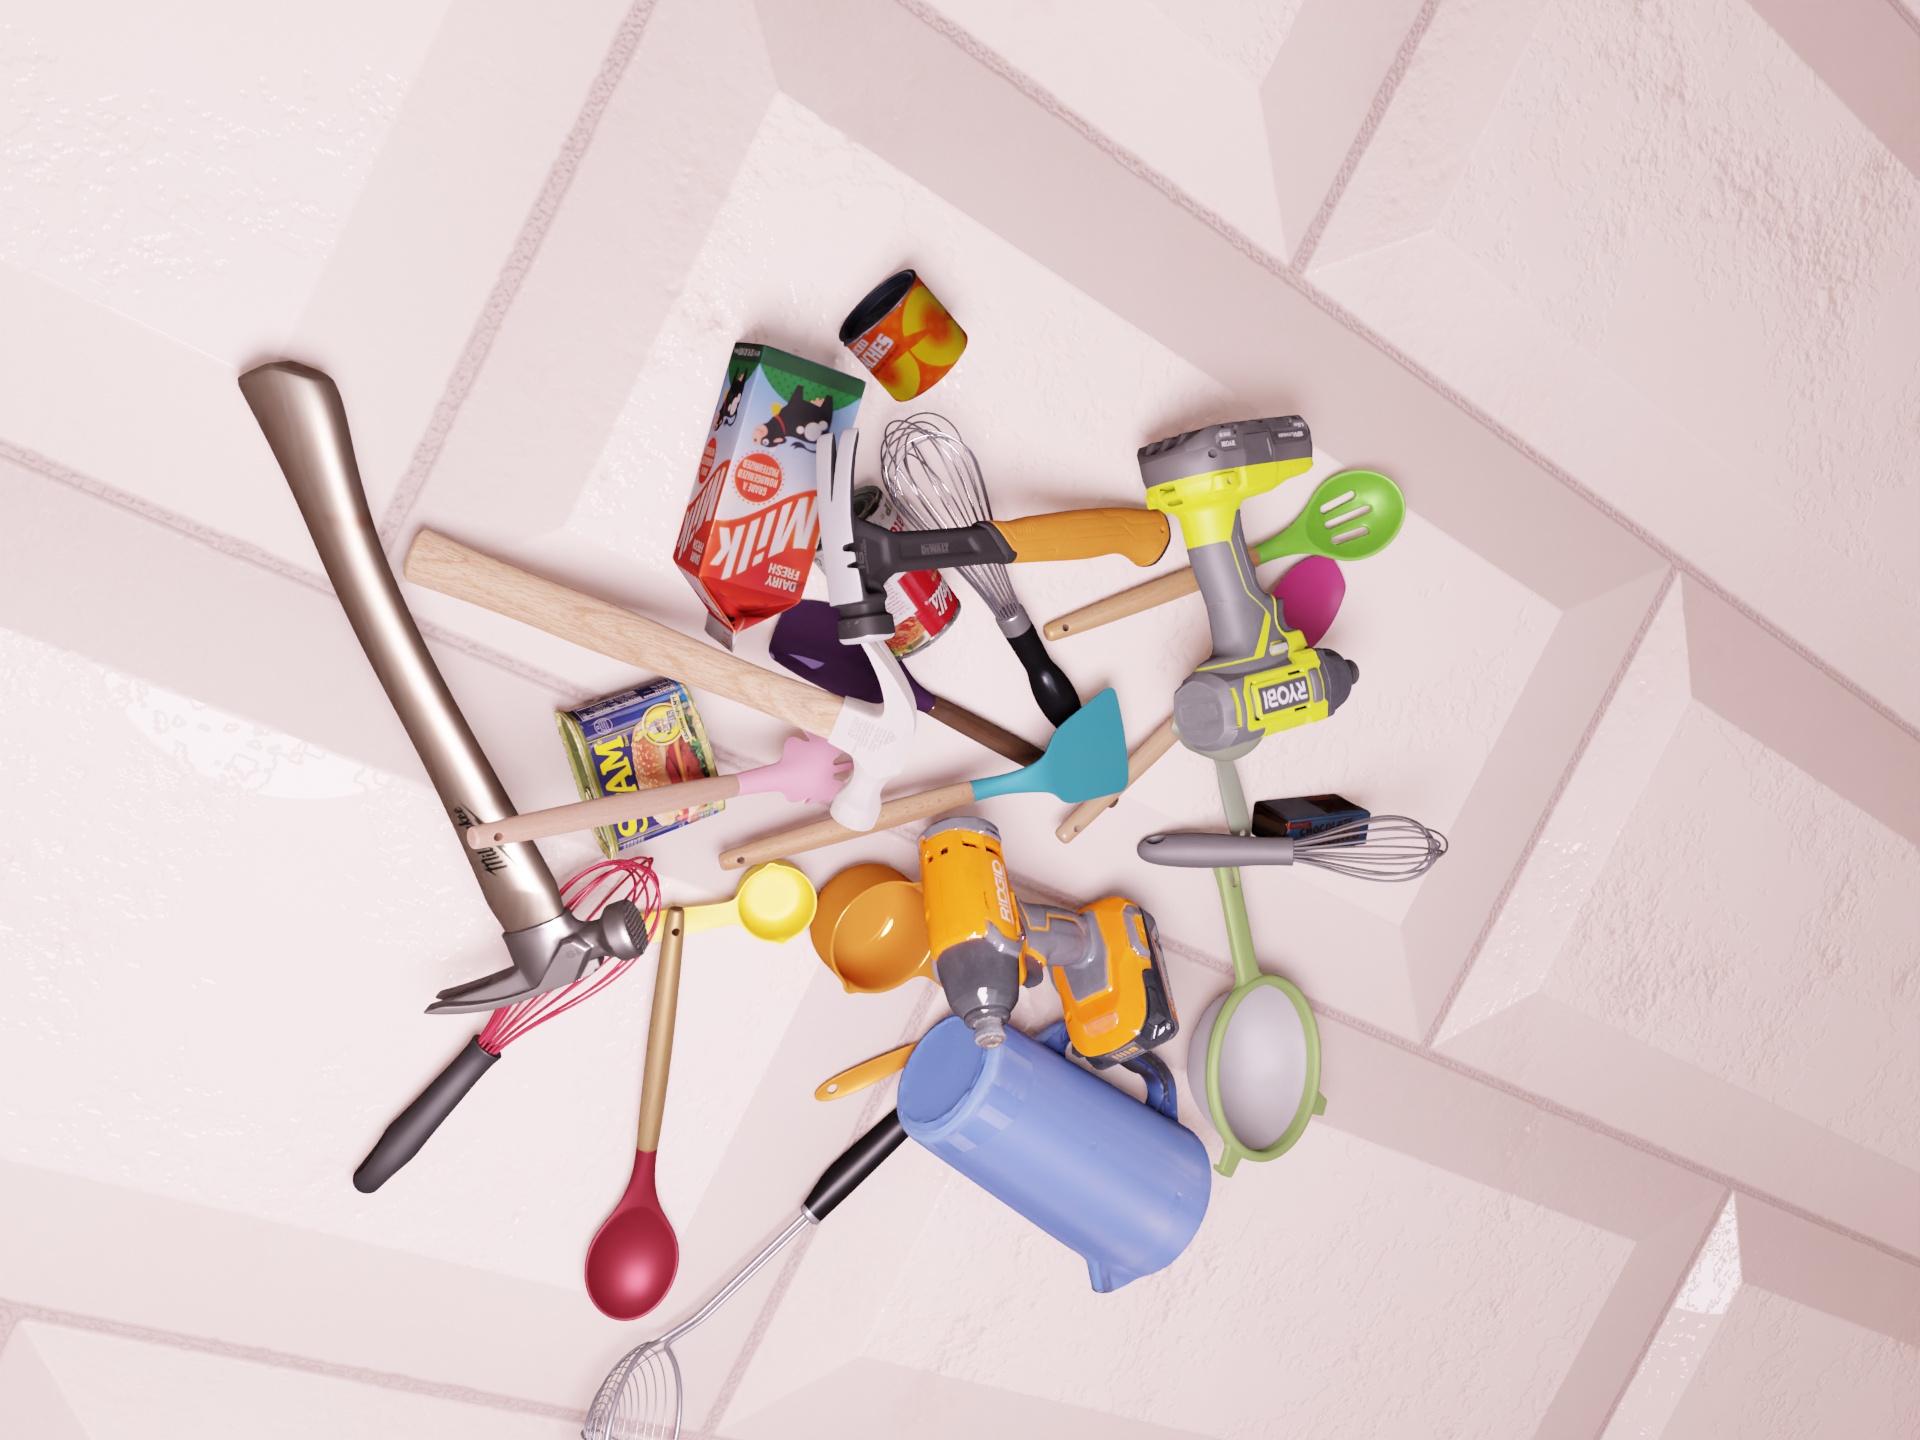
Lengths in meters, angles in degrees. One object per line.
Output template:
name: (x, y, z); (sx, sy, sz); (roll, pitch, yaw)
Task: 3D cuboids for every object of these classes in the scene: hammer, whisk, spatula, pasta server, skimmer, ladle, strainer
hammer: (0.036, -0.128, 1.062); (0.336, 0.034, 0.127); (-11, 95, -48)
whisk: (-0.302, 0.203, 1.061); (0.296, 0.073, 0.073); (-48, 118, 0)
hammer: (-0.183, -0.045, 0.996); (0.331, 0.031, 0.130); (22, 112, -7)
spatula: (-0.019, 0.056, 1.140); (0.317, 0.044, 0.082); (-15, 109, -13)
pasta server: (-0.172, 0.045, 1.021); (0.316, 0.040, 0.060); (-11, 103, -44)
spatula: (-0.002, -0.004, 1.162); (0.315, 0.018, 0.060); (29, 74, -28)
whisk: (0.024, -0.096, 1.128); (0.070, 0.070, 0.284); (-38, 121, -11)
skimmer: (-0.139, 0.432, 1.180); (0.363, 0.090, 0.127); (-43, 149, -11)
ladle: (-0.220, 0.280, 1.127); (0.069, 0.031, 0.315); (3, 105, -25)
whisk: (0.258, 0.100, 1.245); (0.239, 0.055, 0.055); (-1, 107, 8)
strainer: (0.218, 0.231, 1.305); (0.151, 0.069, 0.256); (-16, 97, -43)
hammer: (-0.338, -0.014, 0.965); (0.146, 0.038, 0.410); (-20, 103, 6)

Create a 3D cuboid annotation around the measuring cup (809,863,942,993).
measuring cup: (-0.039, 0.167, 1.177); (0.173, 0.052, 0.095); (37, 86, -38)

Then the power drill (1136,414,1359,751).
power drill: (0.215, -0.102, 1.160); (0.171, 0.080, 0.223); (-14, 94, -37)

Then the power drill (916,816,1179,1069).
power drill: (0.061, 0.178, 1.144); (0.084, 0.164, 0.226); (-31, 139, 28)

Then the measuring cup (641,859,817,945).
measuring cup: (-0.180, 0.135, 1.121); (0.156, 0.029, 0.062); (-9, 104, -10)

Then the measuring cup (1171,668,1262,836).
measuring cup: (0.215, 0.033, 1.233); (0.083, 0.038, 0.167); (-28, 117, -22)

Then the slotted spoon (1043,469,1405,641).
slotted spoon: (0.203, -0.120, 1.220); (0.313, 0.031, 0.070); (-21, 94, -16)

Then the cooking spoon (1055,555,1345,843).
cooking spoon: (0.189, -0.016, 1.237); (0.319, 0.017, 0.068); (-43, 120, -14)

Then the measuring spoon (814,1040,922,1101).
measuring spoon: (-0.059, 0.262, 1.216); (0.117, 0.011, 0.021); (-23, 117, -14)
